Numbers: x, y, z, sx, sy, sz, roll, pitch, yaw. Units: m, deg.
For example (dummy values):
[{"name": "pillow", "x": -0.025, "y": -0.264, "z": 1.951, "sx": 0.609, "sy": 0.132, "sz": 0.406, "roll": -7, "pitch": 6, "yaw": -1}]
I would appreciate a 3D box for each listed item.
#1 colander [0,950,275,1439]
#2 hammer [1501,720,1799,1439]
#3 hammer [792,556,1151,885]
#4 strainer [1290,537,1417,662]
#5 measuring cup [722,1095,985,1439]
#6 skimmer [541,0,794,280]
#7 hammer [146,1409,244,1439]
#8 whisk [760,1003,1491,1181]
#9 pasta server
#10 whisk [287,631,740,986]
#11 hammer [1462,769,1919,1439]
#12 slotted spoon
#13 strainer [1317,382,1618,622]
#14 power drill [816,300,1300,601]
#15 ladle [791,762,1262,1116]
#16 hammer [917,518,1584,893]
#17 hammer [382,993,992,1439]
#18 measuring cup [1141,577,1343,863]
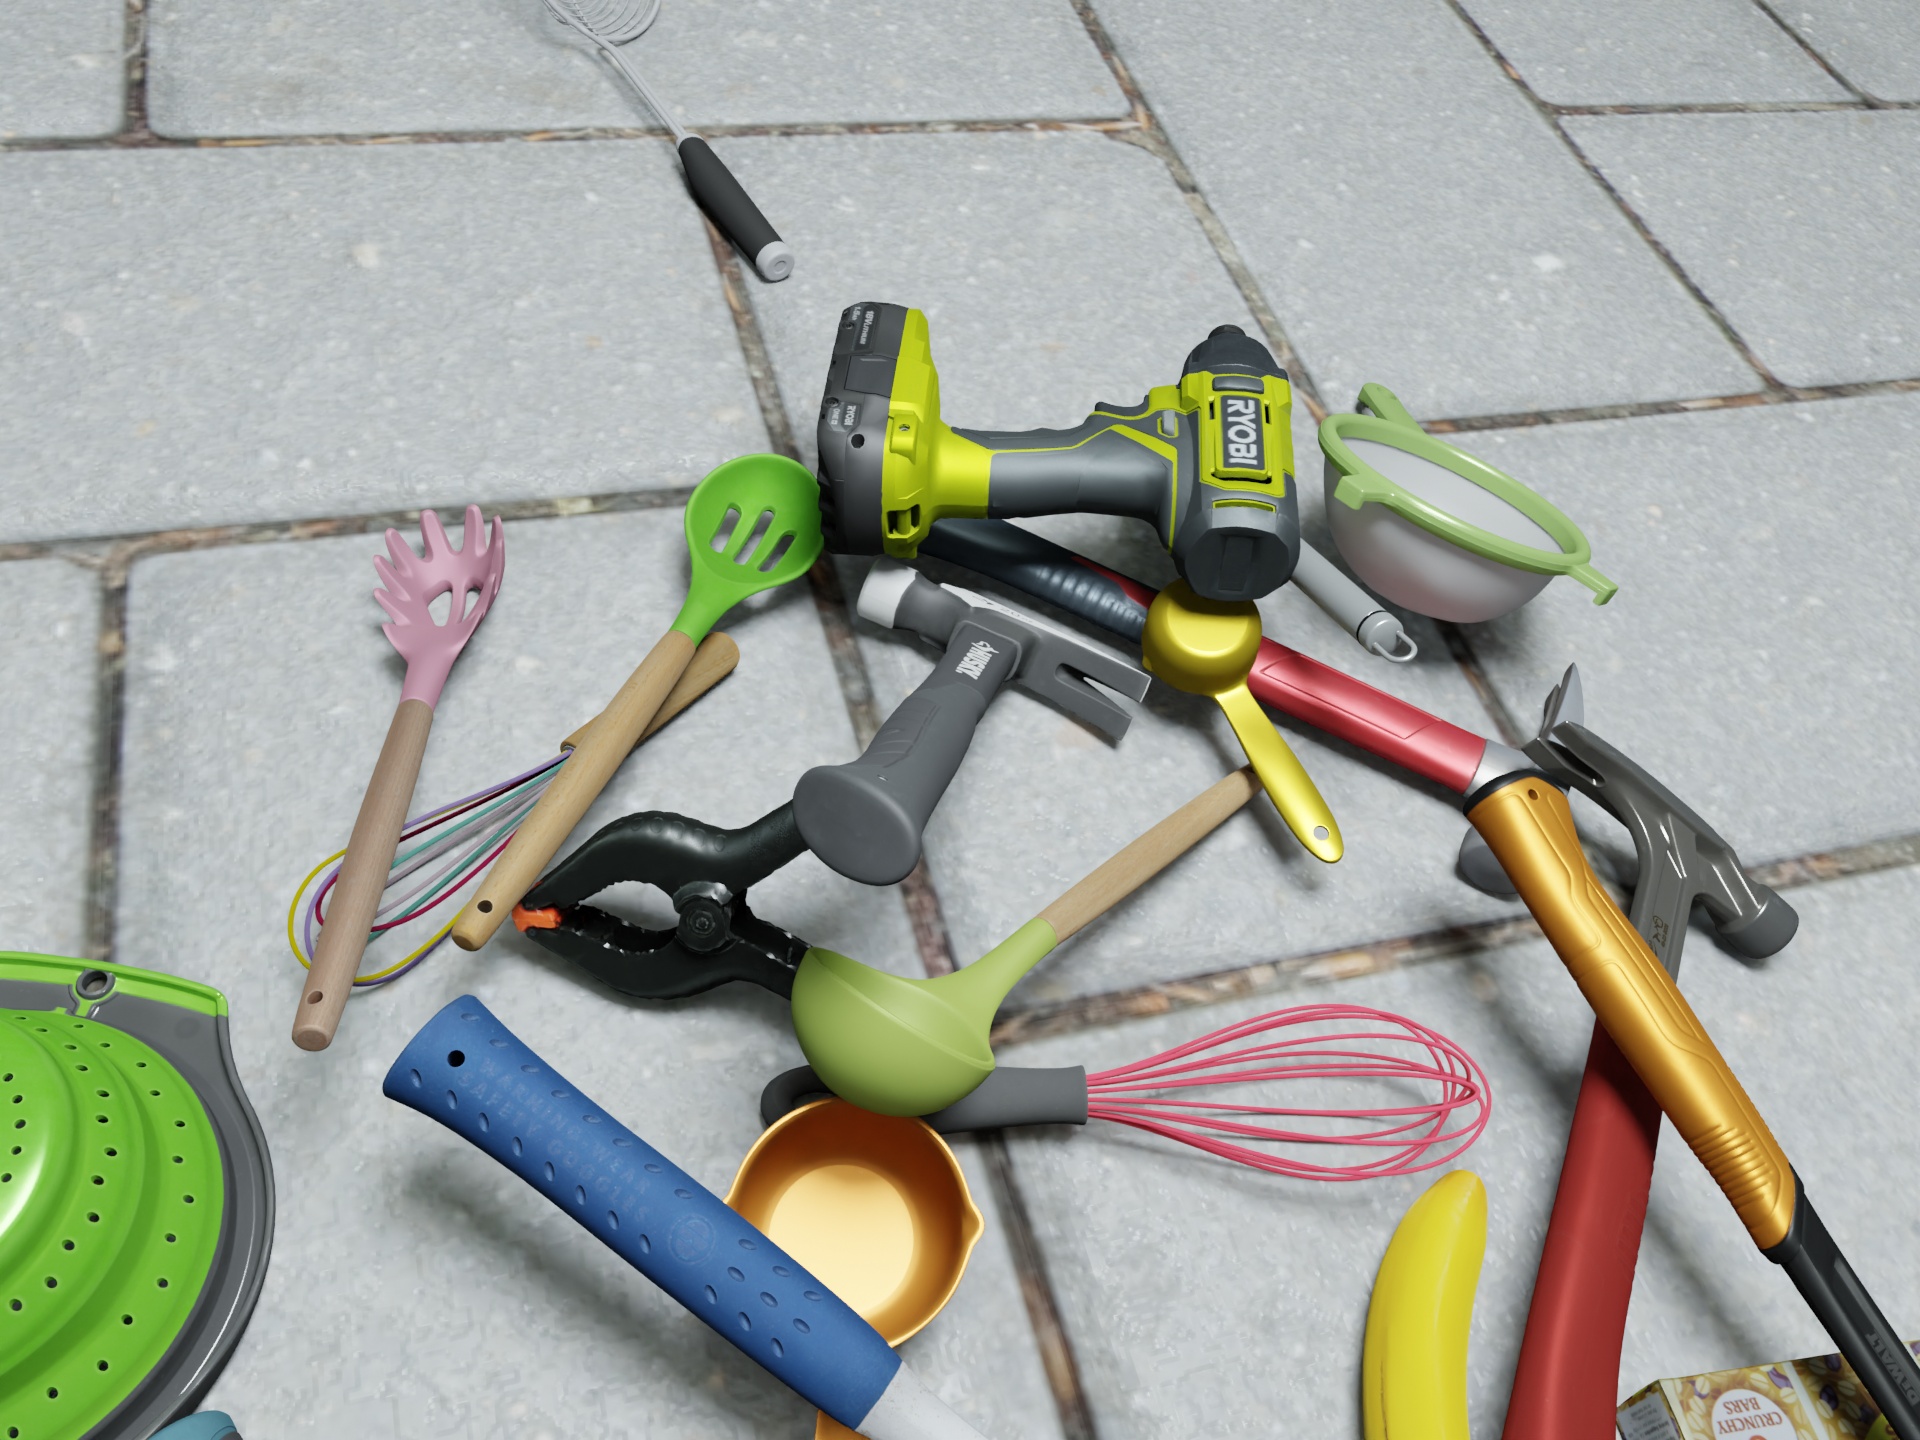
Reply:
[{"name": "colander", "x": -0.348, "y": 0.224, "z": 0.468, "sx": 0.204, "sy": 0.094, "sz": 0.397, "roll": 10, "pitch": 51, "yaw": -4}, {"name": "hammer", "x": 0.258, "y": 0.157, "z": 0.643, "sx": 0.149, "sy": 0.036, "sz": 0.359, "roll": 38, "pitch": 49, "yaw": -4}, {"name": "hammer", "x": -0.001, "y": -0.002, "z": 0.640, "sx": 0.146, "sy": 0.035, "sz": 0.335, "roll": 24, "pitch": 16, "yaw": 2}, {"name": "strainer", "x": 0.154, "y": -0.090, "z": 0.795, "sx": 0.087, "sy": 0.050, "sz": 0.259, "roll": -21, "pitch": 35, "yaw": -8}, {"name": "measuring cup", "x": -0.042, "y": 0.224, "z": 0.563, "sx": 0.095, "sy": 0.052, "sz": 0.174, "roll": 3, "pitch": 67, "yaw": -7}, {"name": "skimmer", "x": -0.185, "y": -0.426, "z": 1.016, "sx": 0.127, "sy": 0.090, "sz": 0.364, "roll": 2, "pitch": 46, "yaw": -51}, {"name": "hammer", "x": -0.108, "y": 0.282, "z": 0.457, "sx": 0.331, "sy": 0.033, "sz": 0.128, "roll": 17, "pitch": 48, "yaw": 16}, {"name": "whisk", "x": 0.068, "y": 0.150, "z": 0.637, "sx": 0.296, "sy": 0.073, "sz": 0.073, "roll": 0, "pitch": 52, "yaw": -4}, {"name": "pasta server", "x": -0.233, "y": 0.007, "z": 0.657, "sx": 0.060, "sy": 0.040, "sz": 0.317, "roll": -7, "pitch": 37, "yaw": -1}, {"name": "whisk", "x": -0.185, "y": 0.026, "z": 0.692, "sx": 0.047, "sy": 0.051, "sz": 0.245, "roll": 31, "pitch": 50, "yaw": 20}, {"name": "hammer", "x": 0.287, "y": 0.165, "z": 0.598, "sx": 0.127, "sy": 0.034, "sz": 0.337, "roll": -12, "pitch": 62, "yaw": -29}, {"name": "slotted spoon", "x": -0.138, "y": -0.019, "z": 0.707, "sx": 0.070, "sy": 0.031, "sz": 0.314, "roll": 26, "pitch": 47, "yaw": 0}, {"name": "strainer", "x": 0.242, "y": -0.120, "z": 0.871, "sx": 0.151, "sy": 0.069, "sz": 0.257, "roll": 19, "pitch": 27, "yaw": -9}, {"name": "power drill", "x": 0.049, "y": -0.141, "z": 0.778, "sx": 0.223, "sy": 0.080, "sz": 0.171, "roll": 4, "pitch": 50, "yaw": 2}, {"name": "ladle", "x": 0.052, "y": 0.067, "z": 0.655, "sx": 0.078, "sy": 0.062, "sz": 0.320, "roll": 31, "pitch": 36, "yaw": 26}, {"name": "hammer", "x": 0.127, "y": -0.051, "z": 0.817, "sx": 0.386, "sy": 0.038, "sz": 0.143, "roll": 26, "pitch": 51, "yaw": 9}, {"name": "hammer", "x": -0.014, "y": 0.222, "z": 0.519, "sx": 0.405, "sy": 0.035, "sz": 0.144, "roll": 36, "pitch": 68, "yaw": 6}, {"name": "measuring cup", "x": 0.137, "y": -0.004, "z": 0.741, "sx": 0.062, "sy": 0.029, "sz": 0.157, "roll": -23, "pitch": 64, "yaw": -10}]
